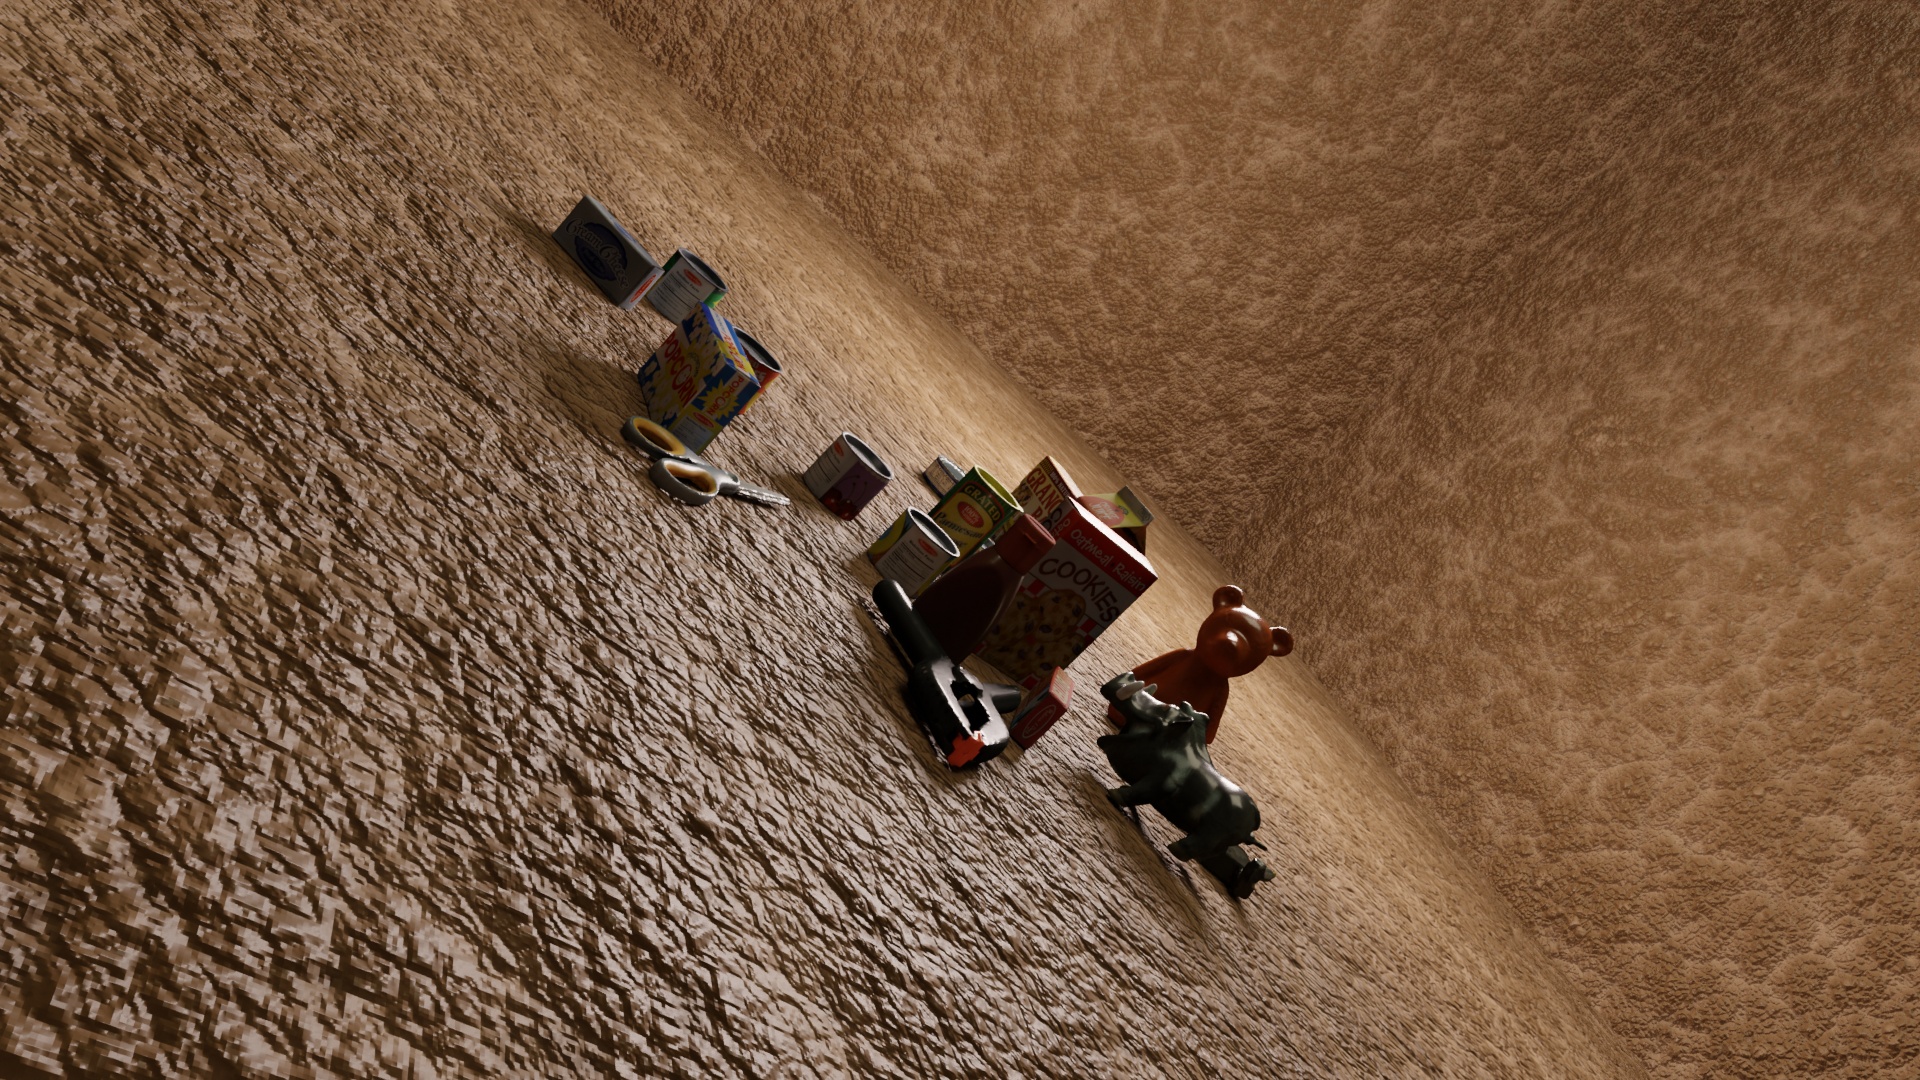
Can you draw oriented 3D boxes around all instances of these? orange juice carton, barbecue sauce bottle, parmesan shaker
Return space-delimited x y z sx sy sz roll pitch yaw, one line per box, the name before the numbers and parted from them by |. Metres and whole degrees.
orange juice carton | 0.124 0.025 1.484 0.073 0.192 0.072 37 13 -35
barbecue sauce bottle | 0.015 0.042 1.151 0.065 0.148 0.044 45 11 3
parmesan shaker | 0.005 -0.018 1.453 0.071 0.103 0.071 42 11 -10

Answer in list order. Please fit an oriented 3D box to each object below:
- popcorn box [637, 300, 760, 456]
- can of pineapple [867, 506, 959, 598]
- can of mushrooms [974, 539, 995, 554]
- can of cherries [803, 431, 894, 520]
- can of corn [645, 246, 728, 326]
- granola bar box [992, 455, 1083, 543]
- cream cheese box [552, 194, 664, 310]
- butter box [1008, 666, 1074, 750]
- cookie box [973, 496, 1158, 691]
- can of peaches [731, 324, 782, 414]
popcorn box | -0.215 -0.132 1.131 0.038 0.085 0.127 37 13 -36
can of pineapple | -0.044 0.011 1.290 0.071 0.058 0.071 42 11 -10
can of mushrooms | 0.022 0.017 1.565 0.071 0.033 0.071 42 11 -10
can of cherries | -0.106 -0.060 1.327 0.071 0.058 0.072 42 11 -10
can of corn | -0.281 -0.258 1.427 0.071 0.058 0.071 42 11 -10
granola bar box | 0.103 -0.021 1.756 0.039 0.124 0.166 38 13 -30
cream cheese box | -0.332 -0.271 1.306 0.104 0.053 0.024 47 11 12
butter box | 0.072 0.146 1.221 0.024 0.053 0.104 44 11 1
cookie box | 0.087 0.054 1.313 0.123 0.167 0.040 37 13 -36
can of peaches | -0.213 -0.161 1.318 0.071 0.058 0.071 42 11 -10
